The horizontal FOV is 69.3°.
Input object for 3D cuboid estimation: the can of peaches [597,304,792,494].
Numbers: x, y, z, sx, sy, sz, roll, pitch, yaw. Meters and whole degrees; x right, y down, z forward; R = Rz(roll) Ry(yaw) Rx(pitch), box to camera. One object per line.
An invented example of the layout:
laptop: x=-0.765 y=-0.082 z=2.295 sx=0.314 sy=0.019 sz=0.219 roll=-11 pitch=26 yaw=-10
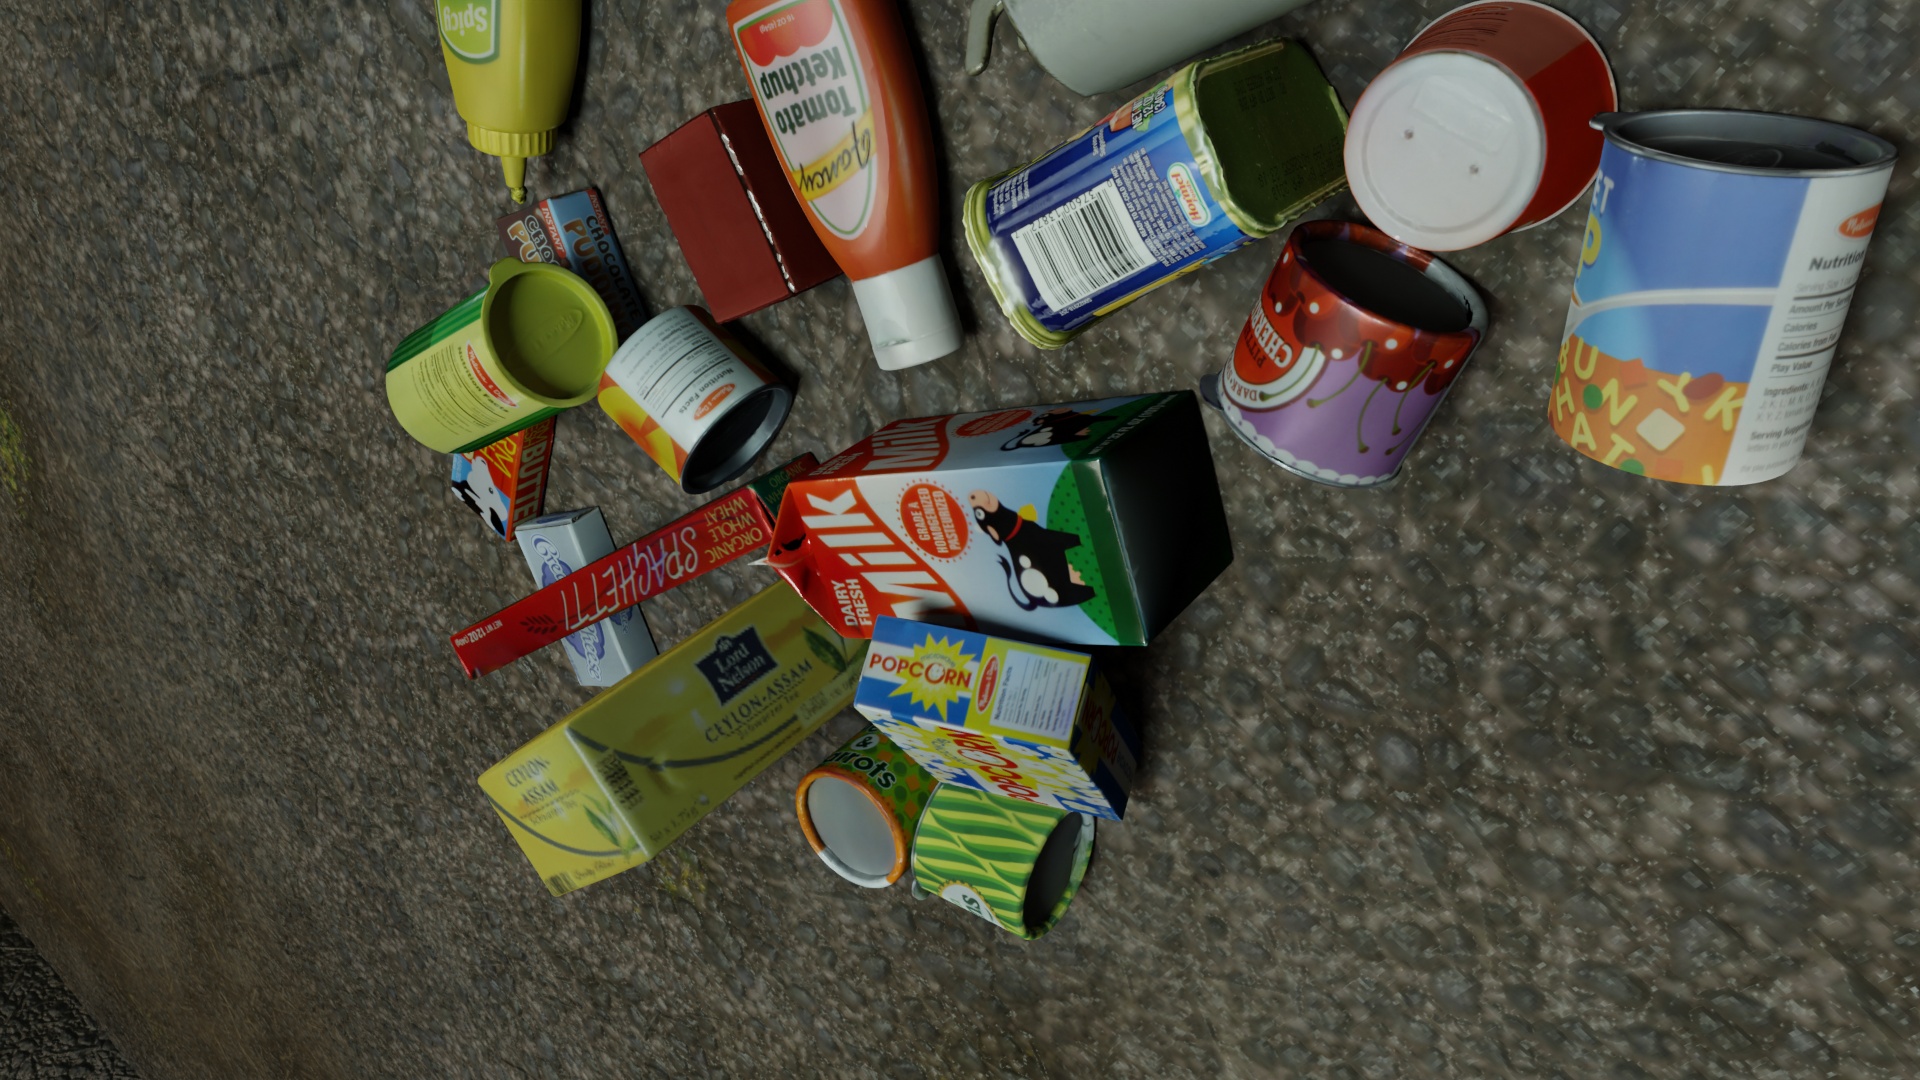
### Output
can of peaches: x=-0.120 y=-0.063 z=0.628 sx=0.058 sy=0.071 sz=0.071 roll=43 pitch=133 yaw=11

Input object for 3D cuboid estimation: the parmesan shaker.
parmesan shaker: x=-0.217 y=-0.085 z=0.649 sx=0.103 sy=0.071 sz=0.071 roll=-13 pitch=105 yaw=44

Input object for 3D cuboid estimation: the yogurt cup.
yogurt cup: x=0.144 y=-0.115 z=0.393 sx=0.072 sy=0.054 sz=0.072 roll=18 pitch=124 yaw=30

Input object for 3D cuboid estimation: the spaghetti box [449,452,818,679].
spaghetti box: x=-0.165 y=0.017 z=0.696 sx=0.249 sy=0.050 sz=0.028 roll=-23 pitch=98 yaw=35

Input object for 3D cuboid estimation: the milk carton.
milk carton: x=0.002 y=-0.007 z=0.555 sx=0.190 sy=0.073 sz=0.073 roll=-1 pitch=113 yaw=40

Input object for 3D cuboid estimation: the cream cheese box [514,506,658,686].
cream cheese box: x=-0.209 y=0.034 z=0.781 sx=0.053 sy=0.024 sz=0.103 roll=-5 pitch=110 yaw=39

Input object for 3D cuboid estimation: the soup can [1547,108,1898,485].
soup can: x=0.196 y=-0.067 z=0.371 sx=0.071 sy=0.072 sz=0.083 roll=19 pitch=125 yaw=30

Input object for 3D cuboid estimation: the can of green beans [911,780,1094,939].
can of green beans: x=0.020 y=0.138 z=0.626 sx=0.058 sy=0.071 sz=0.071 roll=19 pitch=125 yaw=30

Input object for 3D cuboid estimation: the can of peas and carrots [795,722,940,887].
can of peas and carrots: x=-0.037 y=0.122 z=0.668 sx=0.071 sy=0.059 sz=0.070 roll=19 pitch=124 yaw=30

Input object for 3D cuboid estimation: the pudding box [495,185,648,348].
pudding box: x=-0.185 y=-0.123 z=0.670 sx=0.049 sy=0.030 sz=0.083 roll=-5 pitch=111 yaw=40

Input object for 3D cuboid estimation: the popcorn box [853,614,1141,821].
popcorn box: x=0.019 y=0.074 z=0.552 sx=0.085 sy=0.038 sz=0.126 roll=10 pitch=160 yaw=20

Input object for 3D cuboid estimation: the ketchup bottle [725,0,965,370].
ketchup bottle: x=-0.037 y=-0.141 z=0.532 sx=0.064 sy=0.044 sz=0.148 roll=-7 pitch=110 yaw=35

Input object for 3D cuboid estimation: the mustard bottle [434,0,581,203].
mustard bottle: x=-0.199 y=-0.223 z=0.613 sx=0.065 sy=0.049 sz=0.159 roll=28 pitch=128 yaw=26

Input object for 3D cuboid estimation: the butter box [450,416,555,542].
butter box: x=-0.254 y=-0.053 z=0.770 sx=0.053 sy=0.024 sz=0.103 roll=38 pitch=132 yaw=17

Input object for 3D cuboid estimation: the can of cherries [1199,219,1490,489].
can of cherries: x=0.119 y=-0.059 z=0.433 sx=0.071 sy=0.072 sz=0.058 roll=36 pitch=131 yaw=17
